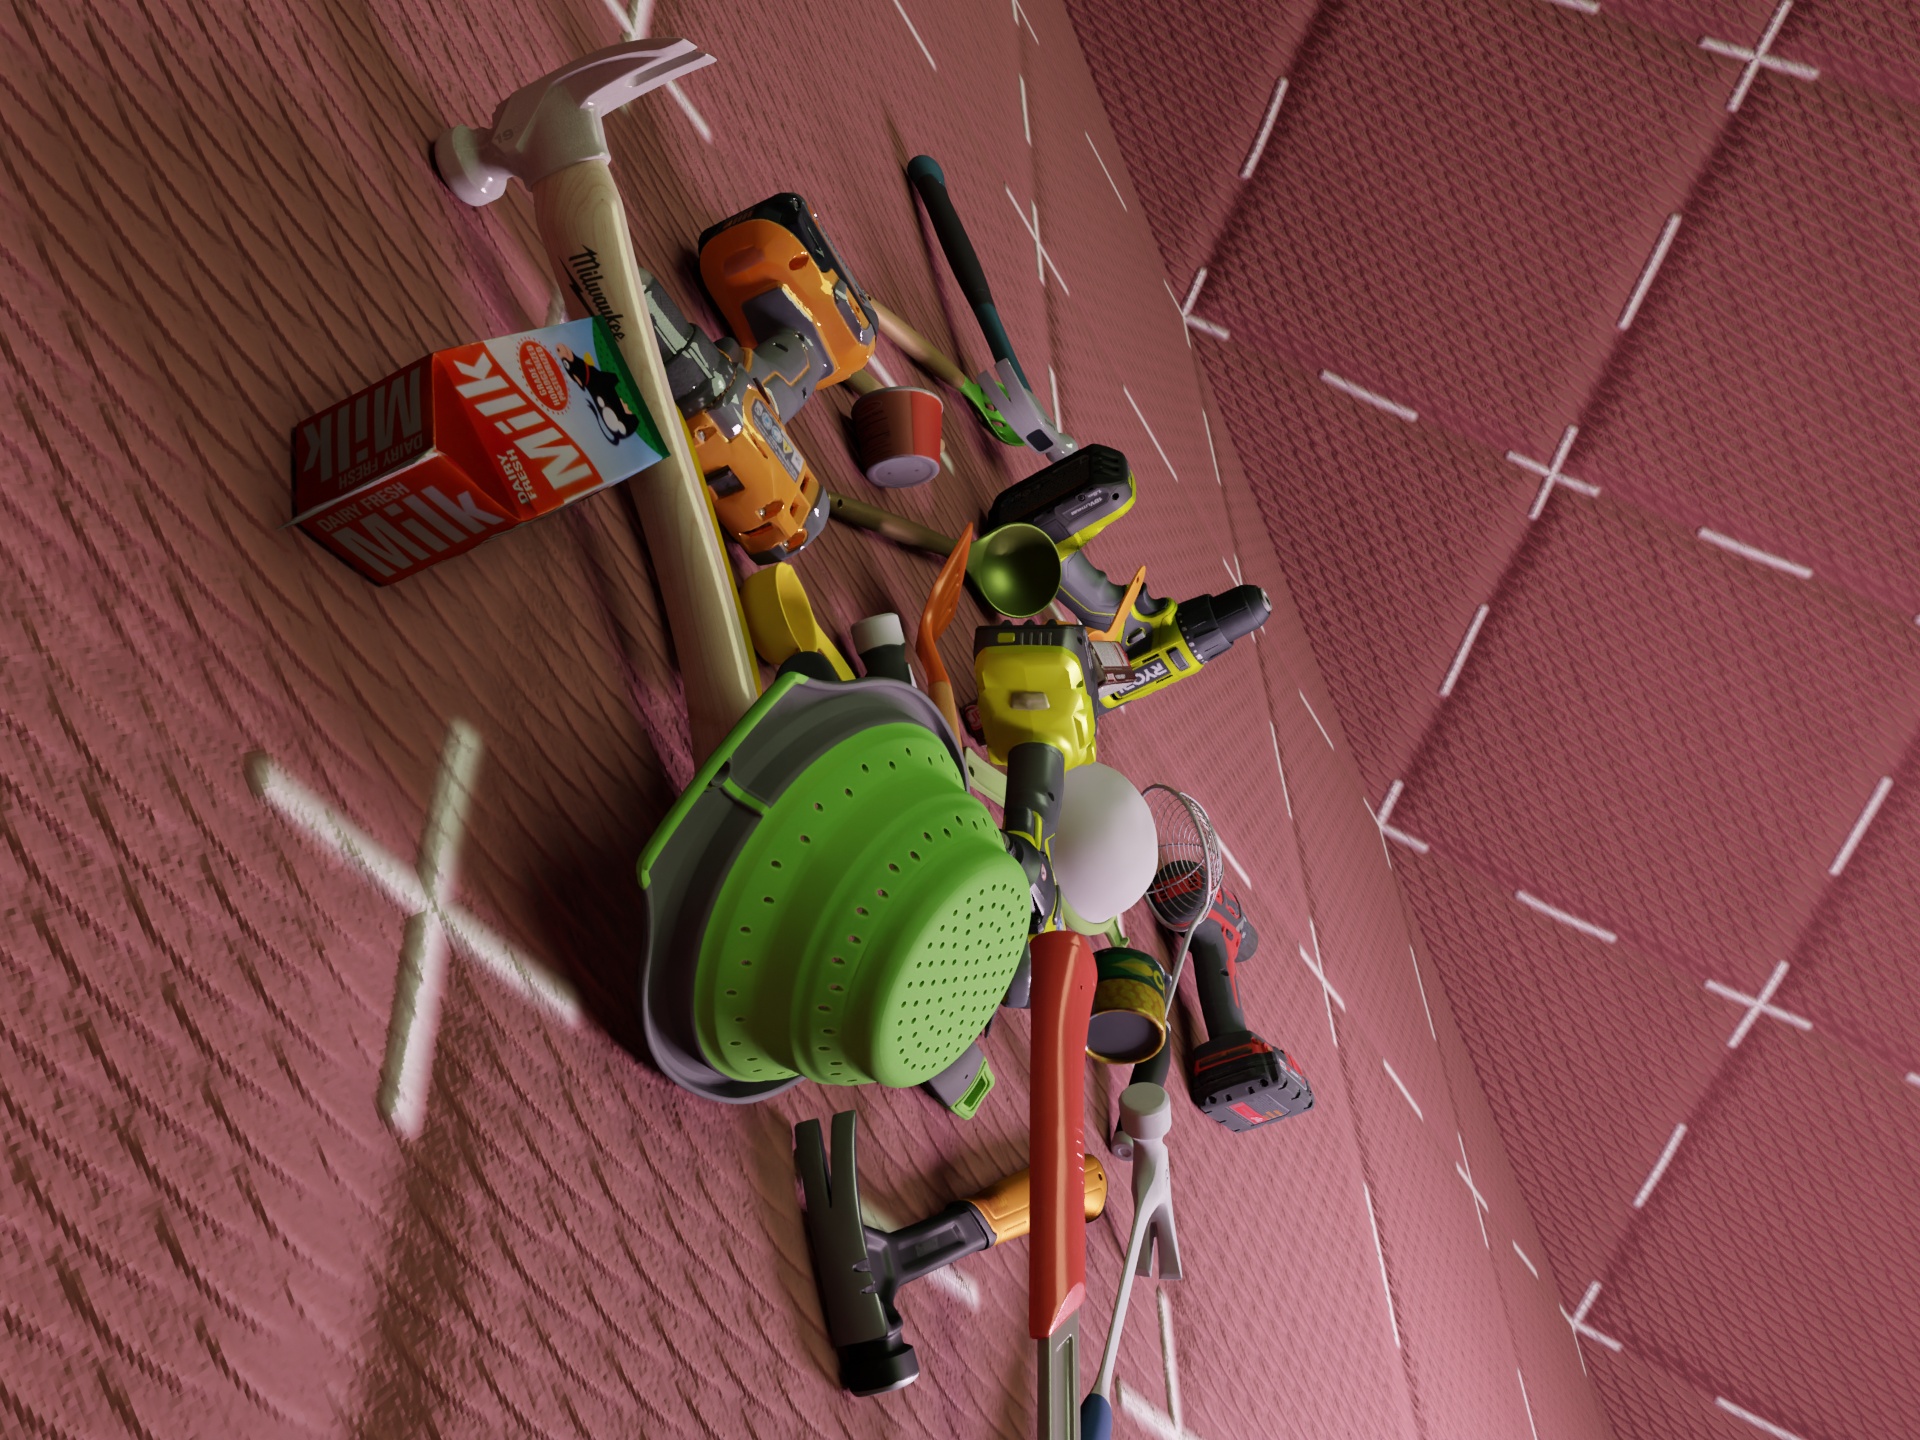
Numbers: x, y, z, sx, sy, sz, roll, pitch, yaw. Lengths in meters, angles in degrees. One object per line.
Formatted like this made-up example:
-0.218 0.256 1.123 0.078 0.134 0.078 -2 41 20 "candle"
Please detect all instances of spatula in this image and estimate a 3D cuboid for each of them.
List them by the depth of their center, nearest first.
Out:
-0.002 -0.003 0.985 0.323 0.041 0.081 -98 -164 -48 "spatula"

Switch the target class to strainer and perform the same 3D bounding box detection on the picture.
0.084 0.067 1.197 0.256 0.069 0.152 35 46 -50 "strainer"

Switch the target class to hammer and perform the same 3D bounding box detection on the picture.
-0.134 -0.112 0.763 0.038 0.146 0.410 -15 89 -69 "hammer"
0.044 0.272 0.830 0.149 0.036 0.359 34 43 -36 "hammer"
-0.050 0.003 0.862 0.334 0.035 0.146 12 63 -85 "hammer"
0.012 0.270 0.887 0.336 0.034 0.127 18 55 -65 "hammer"
0.082 0.390 0.910 0.406 0.035 0.144 -59 145 -60 "hammer"
0.019 -0.395 1.497 0.128 0.033 0.331 20 45 -61 "hammer"

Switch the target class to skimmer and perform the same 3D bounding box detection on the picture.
0.143 0.194 1.274 0.363 0.090 0.127 -62 169 -49 "skimmer"

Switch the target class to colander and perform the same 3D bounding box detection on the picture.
-0.014 0.133 0.761 0.204 0.095 0.396 -54 149 -18 "colander"

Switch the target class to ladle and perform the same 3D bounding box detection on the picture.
-0.011 -0.133 1.190 0.320 0.062 0.078 10 91 -63 "ladle"

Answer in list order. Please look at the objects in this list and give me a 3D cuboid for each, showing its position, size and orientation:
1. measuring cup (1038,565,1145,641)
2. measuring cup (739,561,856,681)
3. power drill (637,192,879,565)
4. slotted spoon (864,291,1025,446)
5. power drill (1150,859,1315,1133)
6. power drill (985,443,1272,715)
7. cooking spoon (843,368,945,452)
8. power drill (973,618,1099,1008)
0.097 -0.069 1.305 0.174 0.052 0.095 -59 152 -29 "measuring cup"
-0.092 -0.038 0.949 0.156 0.029 0.062 58 18 -59 "measuring cup"
-0.132 -0.226 0.939 0.185 0.084 0.226 54 31 -35 "power drill"
-0.015 -0.309 1.391 0.313 0.031 0.070 22 50 -61 "slotted spoon"
0.249 0.252 1.450 0.187 0.080 0.227 42 31 -52 "power drill"
0.145 -0.123 1.389 0.228 0.190 0.080 52 24 -30 "power drill"
-0.087 -0.260 1.172 0.318 0.017 0.069 27 53 -60 "cooking spoon"
0.042 0.050 1.026 0.171 0.080 0.223 75 18 -53 "power drill"
